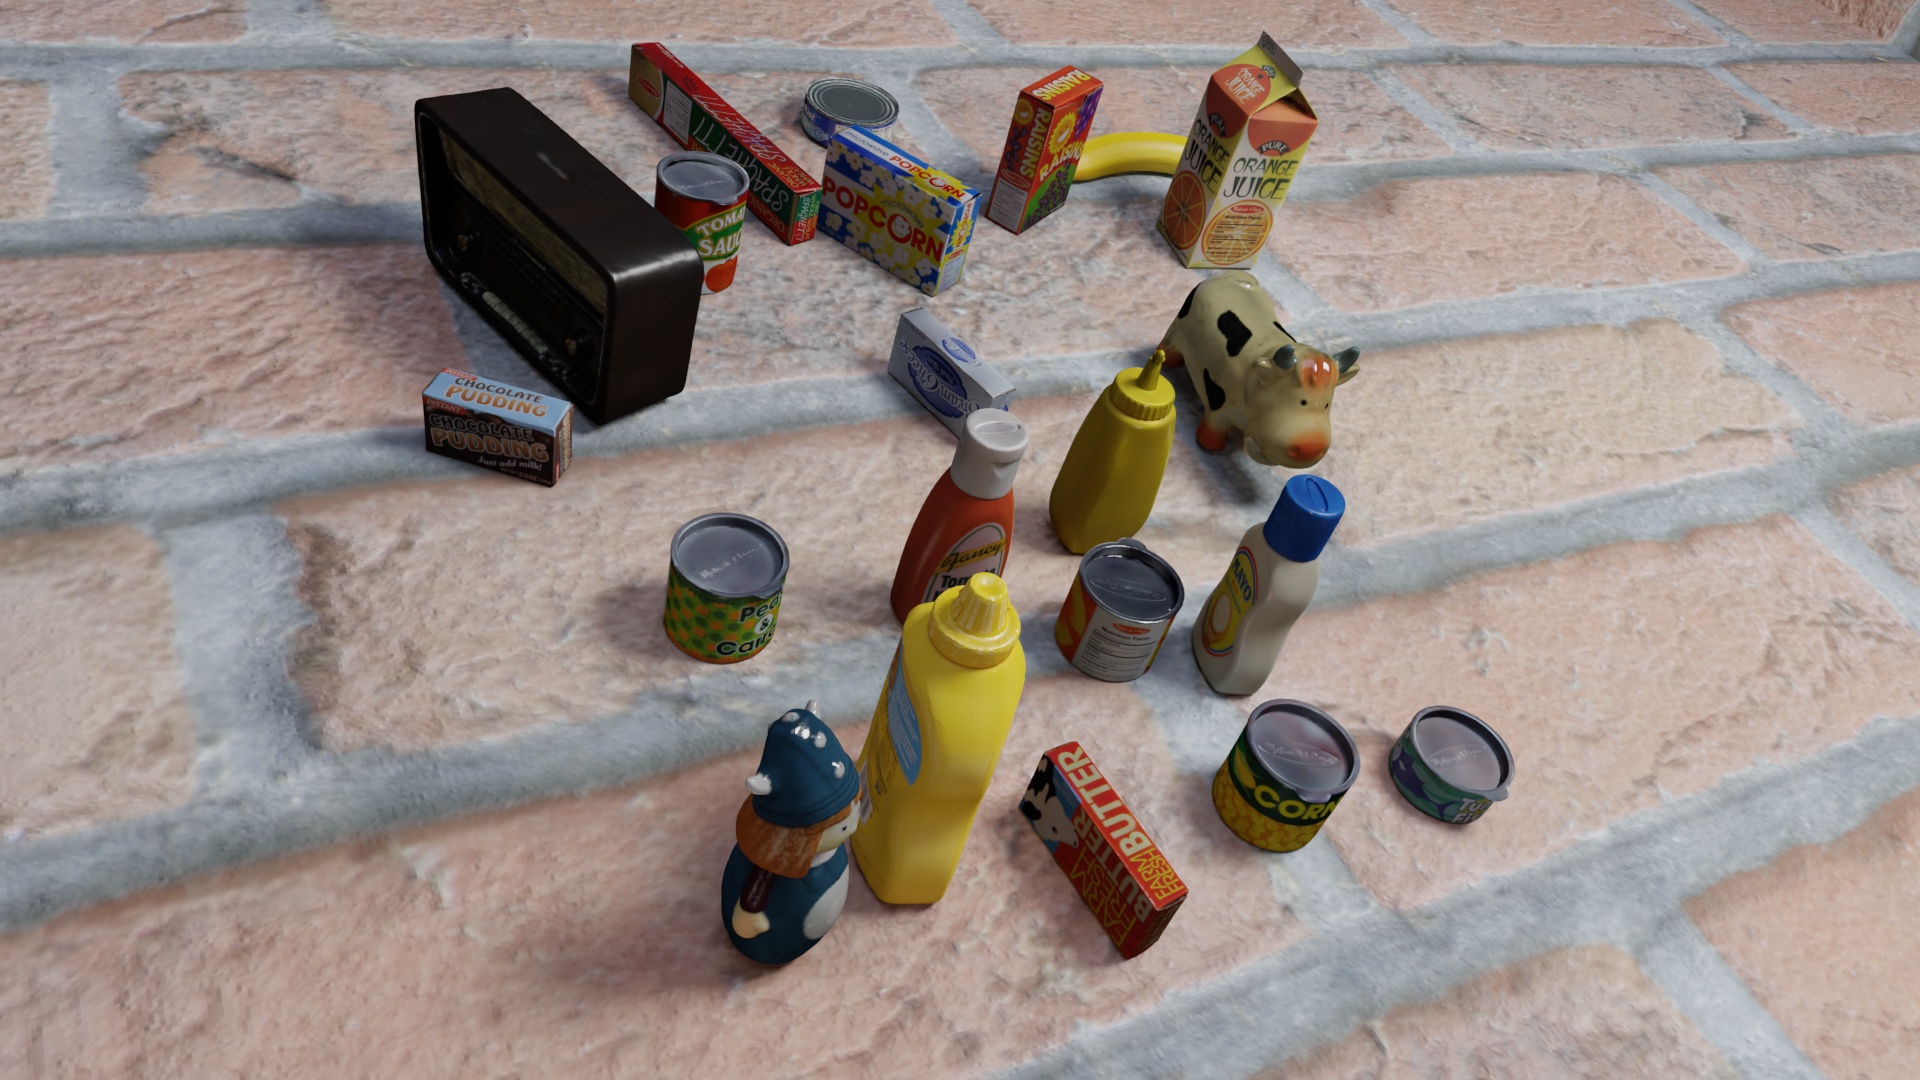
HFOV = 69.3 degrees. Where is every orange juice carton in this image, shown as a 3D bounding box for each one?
[{"bbox_3d":[0.243,-0.333,1.197,0.073,0.191,0.072,-4,47,-23],"label":"orange juice carton"}]

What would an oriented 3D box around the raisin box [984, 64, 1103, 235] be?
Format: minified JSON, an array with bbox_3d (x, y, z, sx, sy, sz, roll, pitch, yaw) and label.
[{"bbox_3d":[0.072,-0.335,1.192,0.040,0.122,0.086,33,44,16],"label":"raisin box"}]

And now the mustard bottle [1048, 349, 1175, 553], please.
[{"bbox_3d":[0.104,-0.061,0.887,0.065,0.159,0.049,-11,50,-28],"label":"mustard bottle"}]

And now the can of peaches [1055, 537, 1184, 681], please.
[{"bbox_3d":[0.097,0.043,0.851,0.071,0.057,0.071,10,43,-9],"label":"can of peaches"}]

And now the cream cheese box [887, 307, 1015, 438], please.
[{"bbox_3d":[-0.008,-0.114,0.985,0.024,0.053,0.104,-24,56,-36],"label":"cream cheese box"}]

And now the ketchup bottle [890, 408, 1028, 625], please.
[{"bbox_3d":[0.003,-0.010,0.808,0.065,0.148,0.044,-10,49,-27],"label":"ketchup bottle"}]

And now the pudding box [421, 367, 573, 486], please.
[{"bbox_3d":[-0.282,-0.070,0.848,0.084,0.049,0.030,16,42,-2],"label":"pudding box"}]

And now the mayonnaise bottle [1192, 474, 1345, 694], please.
[{"bbox_3d":[0.184,0.025,0.832,0.041,0.147,0.065,4,44,-15],"label":"mayonnaise bottle"}]

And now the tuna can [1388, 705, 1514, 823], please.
[{"bbox_3d":[0.297,0.137,0.838,0.071,0.032,0.071,10,43,-9],"label":"tuna can"}]

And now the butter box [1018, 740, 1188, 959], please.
[{"bbox_3d":[0.073,0.160,0.723,0.024,0.052,0.104,-15,52,-31],"label":"butter box"}]

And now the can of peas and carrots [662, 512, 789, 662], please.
[{"bbox_3d":[-0.132,0.028,0.788,0.071,0.058,0.071,10,43,-9],"label":"can of peas and carrots"}]

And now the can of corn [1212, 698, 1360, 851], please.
[{"bbox_3d":[0.183,0.135,0.783,0.071,0.058,0.071,10,43,-9],"label":"can of corn"}]

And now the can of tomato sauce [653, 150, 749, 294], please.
[{"bbox_3d":[-0.193,-0.233,1.025,0.071,0.082,0.071,10,43,-9],"label":"can of tomato sauce"}]

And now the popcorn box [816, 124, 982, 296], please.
[{"bbox_3d":[-0.052,-0.262,1.102,0.127,0.084,0.038,33,44,16],"label":"popcorn box"}]

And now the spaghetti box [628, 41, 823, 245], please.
[{"bbox_3d":[-0.199,-0.333,1.153,0.029,0.049,0.251,-23,56,-36],"label":"spaghetti box"}]
